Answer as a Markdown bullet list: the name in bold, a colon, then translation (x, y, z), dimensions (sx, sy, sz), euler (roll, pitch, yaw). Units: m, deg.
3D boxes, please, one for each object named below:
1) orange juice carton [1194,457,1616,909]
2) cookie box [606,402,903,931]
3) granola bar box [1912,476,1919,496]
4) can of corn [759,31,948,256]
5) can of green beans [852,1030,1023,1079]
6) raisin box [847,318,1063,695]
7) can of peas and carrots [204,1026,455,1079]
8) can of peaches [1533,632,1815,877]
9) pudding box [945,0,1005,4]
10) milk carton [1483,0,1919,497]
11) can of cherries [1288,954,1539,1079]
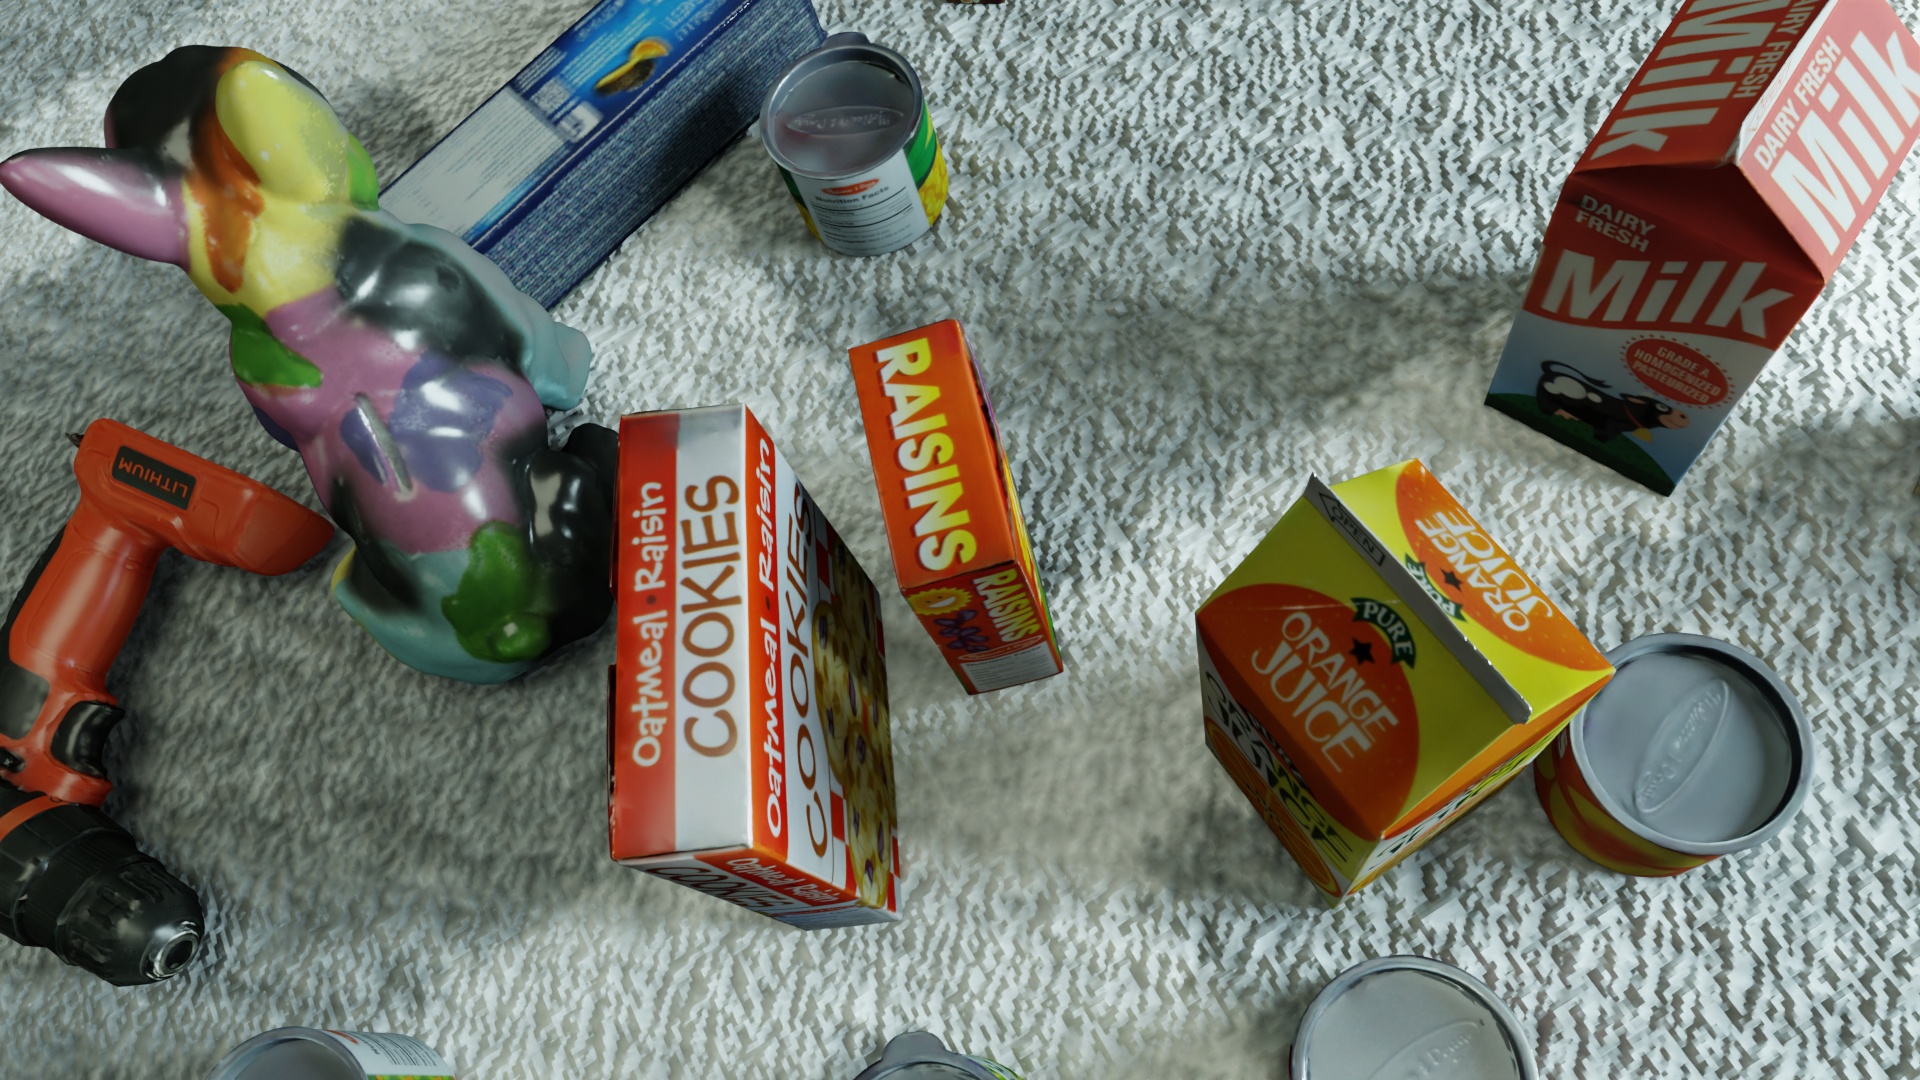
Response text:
- **orange juice carton**: translation (0.116, 0.043, 0.387), dimensions (0.073, 0.192, 0.072), euler (-35, 67, -3)
- **cookie box**: translation (-0.059, 0.049, 0.431), dimensions (0.040, 0.167, 0.123), euler (-8, 68, 8)
- **granola bar box**: translation (0.394, -0.023, 0.397), dimensions (0.166, 0.124, 0.039), euler (23, 75, 18)
- **can of corn**: translation (-0.042, -0.162, 0.572), dimensions (0.071, 0.058, 0.071), euler (-4, 68, 9)
- **can of green beans**: translation (-0.005, 0.191, 0.424), dimensions (0.071, 0.057, 0.071), euler (-4, 68, 9)
- **raisin box**: translation (0.002, -0.006, 0.466), dimensions (0.040, 0.123, 0.086), euler (-15, 67, 5)
- **can of peas and carrots**: translation (-0.210, 0.199, 0.460), dimensions (0.071, 0.058, 0.071), euler (-4, 68, 9)
- **can of peaches**: translation (0.216, 0.067, 0.432), dimensions (0.071, 0.058, 0.071), euler (-4, 68, 9)
- **pudding box**: translation (0.010, -0.288, 0.617), dimensions (0.030, 0.049, 0.084), euler (7, 70, 13)
- **milk carton**: translation (0.223, -0.092, 0.421), dimensions (0.073, 0.190, 0.072), euler (32, 78, 20)
- **can of cherries**: translation (0.132, 0.161, 0.410), dimensions (0.071, 0.058, 0.072), euler (-4, 68, 9)
